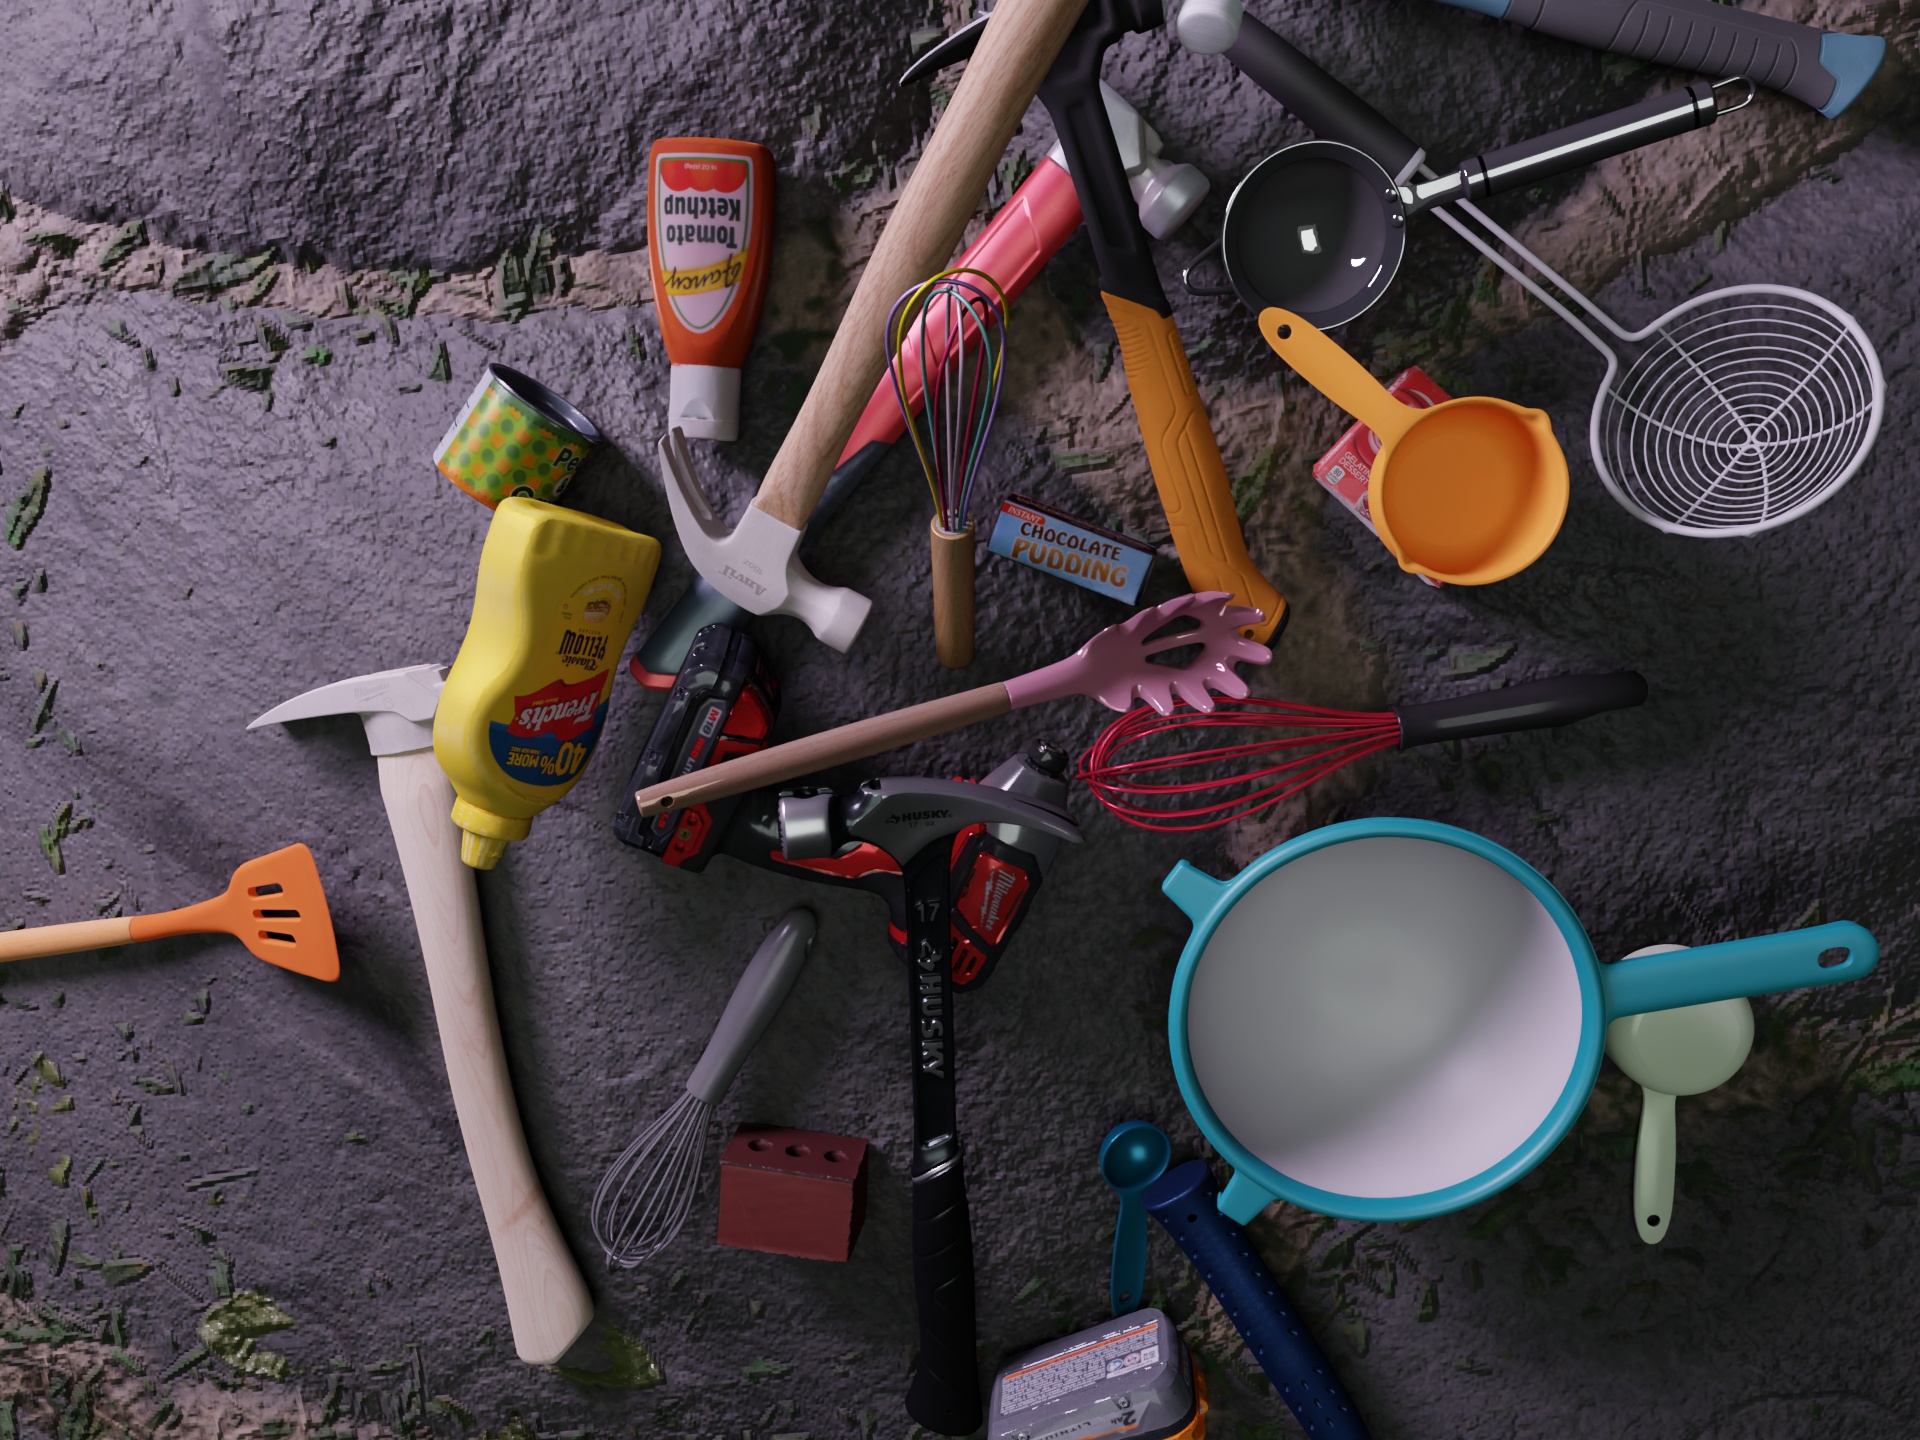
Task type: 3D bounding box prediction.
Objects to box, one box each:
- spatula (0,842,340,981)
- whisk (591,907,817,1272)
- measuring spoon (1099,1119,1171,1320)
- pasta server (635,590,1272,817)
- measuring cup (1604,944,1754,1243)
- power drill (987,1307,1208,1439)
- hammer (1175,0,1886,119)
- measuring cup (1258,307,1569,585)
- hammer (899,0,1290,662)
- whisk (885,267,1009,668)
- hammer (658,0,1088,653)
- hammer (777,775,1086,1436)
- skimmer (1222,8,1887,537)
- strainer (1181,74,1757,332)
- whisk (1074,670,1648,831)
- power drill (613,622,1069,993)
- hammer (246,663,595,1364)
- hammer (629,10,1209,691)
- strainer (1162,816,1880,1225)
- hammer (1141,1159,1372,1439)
[{"bbox_3d":[-0.504,0.126,0.920,0.322,0.041,0.081,-8,99,8],"label":"spatula"},{"bbox_3d":[-0.142,0.209,0.896,0.055,0.055,0.239,30,96,0],"label":"whisk"},{"bbox_3d":[0.093,0.280,0.897,0.042,0.021,0.128,-4,109,-18],"label":"measuring spoon"},{"bbox_3d":[-0.001,-0.002,0.772,0.316,0.040,0.060,-16,108,-11],"label":"pasta server"},{"bbox_3d":[0.376,0.204,0.841,0.083,0.038,0.167,1,97,6],"label":"measuring cup"},{"bbox_3d":[0.097,0.463,0.895,0.164,0.084,0.226,-24,100,10],"label":"power drill"},{"bbox_3d":[0.271,-0.339,0.749,0.331,0.033,0.128,13,74,-2],"label":"hammer"},{"bbox_3d":[0.209,-0.138,0.765,0.173,0.052,0.095,40,99,-1],"label":"measuring cup"},{"bbox_3d":[0.085,-0.181,0.778,0.127,0.034,0.336,-21,108,4],"label":"hammer"},{"bbox_3d":[0.000,-0.110,0.761,0.051,0.244,0.047,31,57,23],"label":"whisk"},{"bbox_3d":[-0.039,-0.193,0.746,0.130,0.031,0.331,28,115,-6],"label":"hammer"},{"bbox_3d":[-0.008,0.217,0.845,0.149,0.036,0.408,-4,112,-6],"label":"hammer"},{"bbox_3d":[0.264,-0.228,0.756,0.363,0.090,0.127,38,104,-1],"label":"skimmer"},{"bbox_3d":[0.228,-0.244,0.730,0.258,0.050,0.086,-15,110,15],"label":"strainer"},{"bbox_3d":[0.205,0.008,0.819,0.296,0.073,0.073,-9,98,2],"label":"whisk"},{"bbox_3d":[-0.054,0.042,0.827,0.219,0.079,0.143,25,106,-12],"label":"power drill"},{"bbox_3d":[-0.289,0.174,0.908,0.146,0.038,0.410,-9,99,9],"label":"hammer"},{"bbox_3d":[-0.054,-0.172,0.825,0.143,0.038,0.386,42,101,-1],"label":"hammer"},{"bbox_3d":[0.274,0.130,0.814,0.340,0.095,0.211,-10,101,5],"label":"strainer"},{"bbox_3d":[0.231,0.417,0.888,0.144,0.035,0.405,-32,97,10],"label":"hammer"}]
